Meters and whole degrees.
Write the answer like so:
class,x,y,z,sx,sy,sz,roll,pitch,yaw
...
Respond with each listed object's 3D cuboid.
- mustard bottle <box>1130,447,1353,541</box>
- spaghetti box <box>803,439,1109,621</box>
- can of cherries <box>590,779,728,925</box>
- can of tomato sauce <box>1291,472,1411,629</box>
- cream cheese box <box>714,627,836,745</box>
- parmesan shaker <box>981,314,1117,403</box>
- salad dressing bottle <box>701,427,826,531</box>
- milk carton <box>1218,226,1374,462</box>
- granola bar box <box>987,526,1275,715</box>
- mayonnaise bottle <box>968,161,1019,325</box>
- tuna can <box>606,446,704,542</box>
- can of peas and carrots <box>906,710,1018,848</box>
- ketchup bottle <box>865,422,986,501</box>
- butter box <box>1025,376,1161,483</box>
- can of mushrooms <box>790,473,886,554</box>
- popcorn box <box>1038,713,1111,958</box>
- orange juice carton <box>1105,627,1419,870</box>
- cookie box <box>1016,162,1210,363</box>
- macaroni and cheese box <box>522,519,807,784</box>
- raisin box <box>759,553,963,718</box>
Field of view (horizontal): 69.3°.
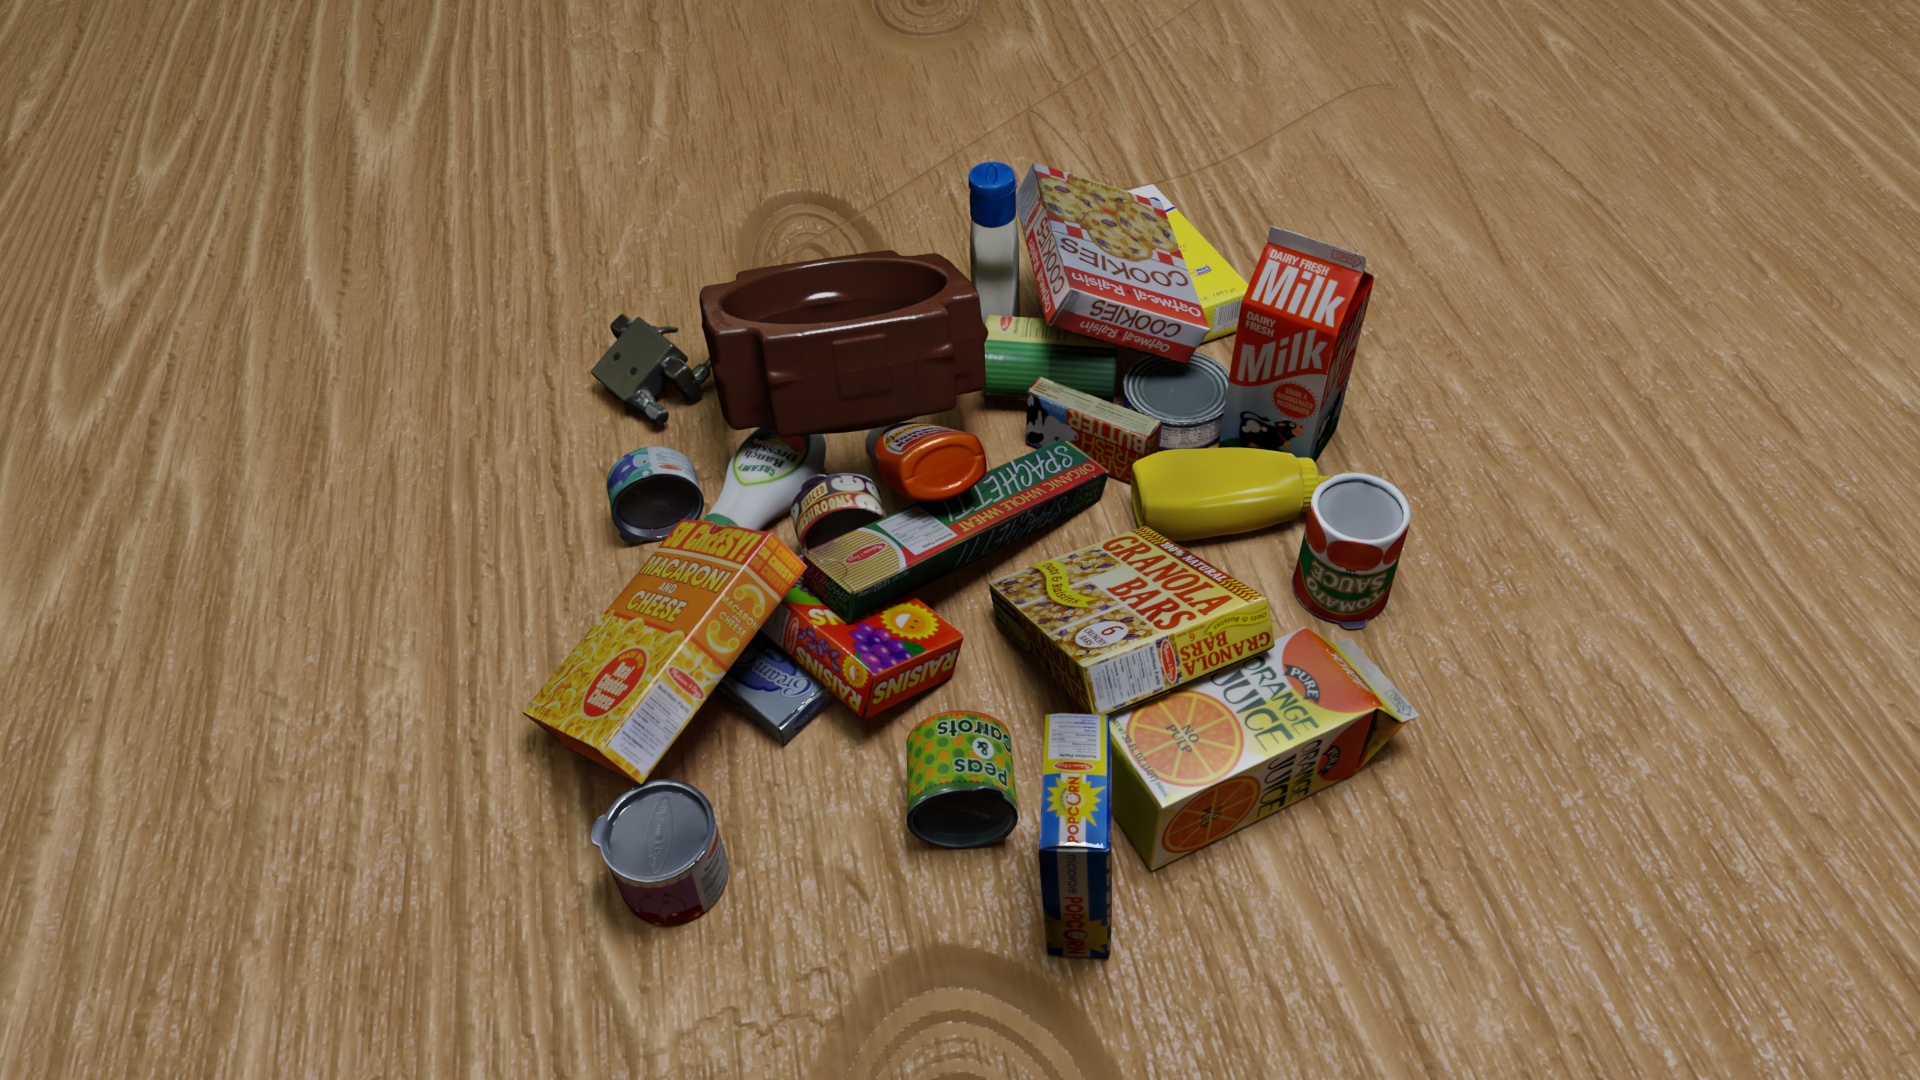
class,x,y,z,sx,sy,sz,roll,pitch,yaw
mustard bottle,0.206,-0.036,1.006,0.160,0.048,0.065,-4,48,-2
spaghetti box,0.003,-0.012,0.967,0.251,0.028,0.050,-25,51,-37
can of cherries,-0.176,0.183,0.817,0.071,0.058,0.072,-1,49,1
can of tomato sauce,0.264,0.007,0.942,0.071,0.082,0.071,-1,48,1
cream cheese box,-0.135,0.086,0.924,0.104,0.024,0.053,33,57,27
parmesan shaker,0.071,-0.140,1.092,0.103,0.071,0.072,5,49,5
salad dressing bottle,-0.152,-0.031,1.018,0.064,0.043,0.148,17,51,19
milk carton,0.242,-0.139,1.002,0.072,0.189,0.074,24,53,22
granola bar box,0.105,0.048,0.892,0.124,0.039,0.166,-19,21,-13
mayonnaise bottle,0.027,-0.233,1.123,0.041,0.147,0.065,-2,48,2
tuna can,-0.224,-0.033,1.009,0.071,0.070,0.033,-14,48,-10
can of peas and carrots,0.001,0.143,0.838,0.071,0.070,0.059,-3,47,0
ketchup bottle,-0.033,-0.060,0.994,0.065,0.043,0.149,-19,15,-14
butter box,0.099,-0.082,1.048,0.103,0.052,0.024,23,50,20
can of mushrooms,-0.086,-0.015,0.983,0.071,0.070,0.033,-12,51,-8
popcorn box,0.066,0.166,0.777,0.038,0.126,0.085,-1,48,6
orange juice carton,0.183,0.118,0.852,0.193,0.072,0.072,-21,50,-17
cookie box,0.116,-0.218,1.088,0.123,0.040,0.168,11,44,-22
macaroni and cheese box,-0.187,0.063,0.876,0.123,0.040,0.167,7,55,52
raisin box,-0.072,0.057,0.921,0.123,0.039,0.086,35,36,30
